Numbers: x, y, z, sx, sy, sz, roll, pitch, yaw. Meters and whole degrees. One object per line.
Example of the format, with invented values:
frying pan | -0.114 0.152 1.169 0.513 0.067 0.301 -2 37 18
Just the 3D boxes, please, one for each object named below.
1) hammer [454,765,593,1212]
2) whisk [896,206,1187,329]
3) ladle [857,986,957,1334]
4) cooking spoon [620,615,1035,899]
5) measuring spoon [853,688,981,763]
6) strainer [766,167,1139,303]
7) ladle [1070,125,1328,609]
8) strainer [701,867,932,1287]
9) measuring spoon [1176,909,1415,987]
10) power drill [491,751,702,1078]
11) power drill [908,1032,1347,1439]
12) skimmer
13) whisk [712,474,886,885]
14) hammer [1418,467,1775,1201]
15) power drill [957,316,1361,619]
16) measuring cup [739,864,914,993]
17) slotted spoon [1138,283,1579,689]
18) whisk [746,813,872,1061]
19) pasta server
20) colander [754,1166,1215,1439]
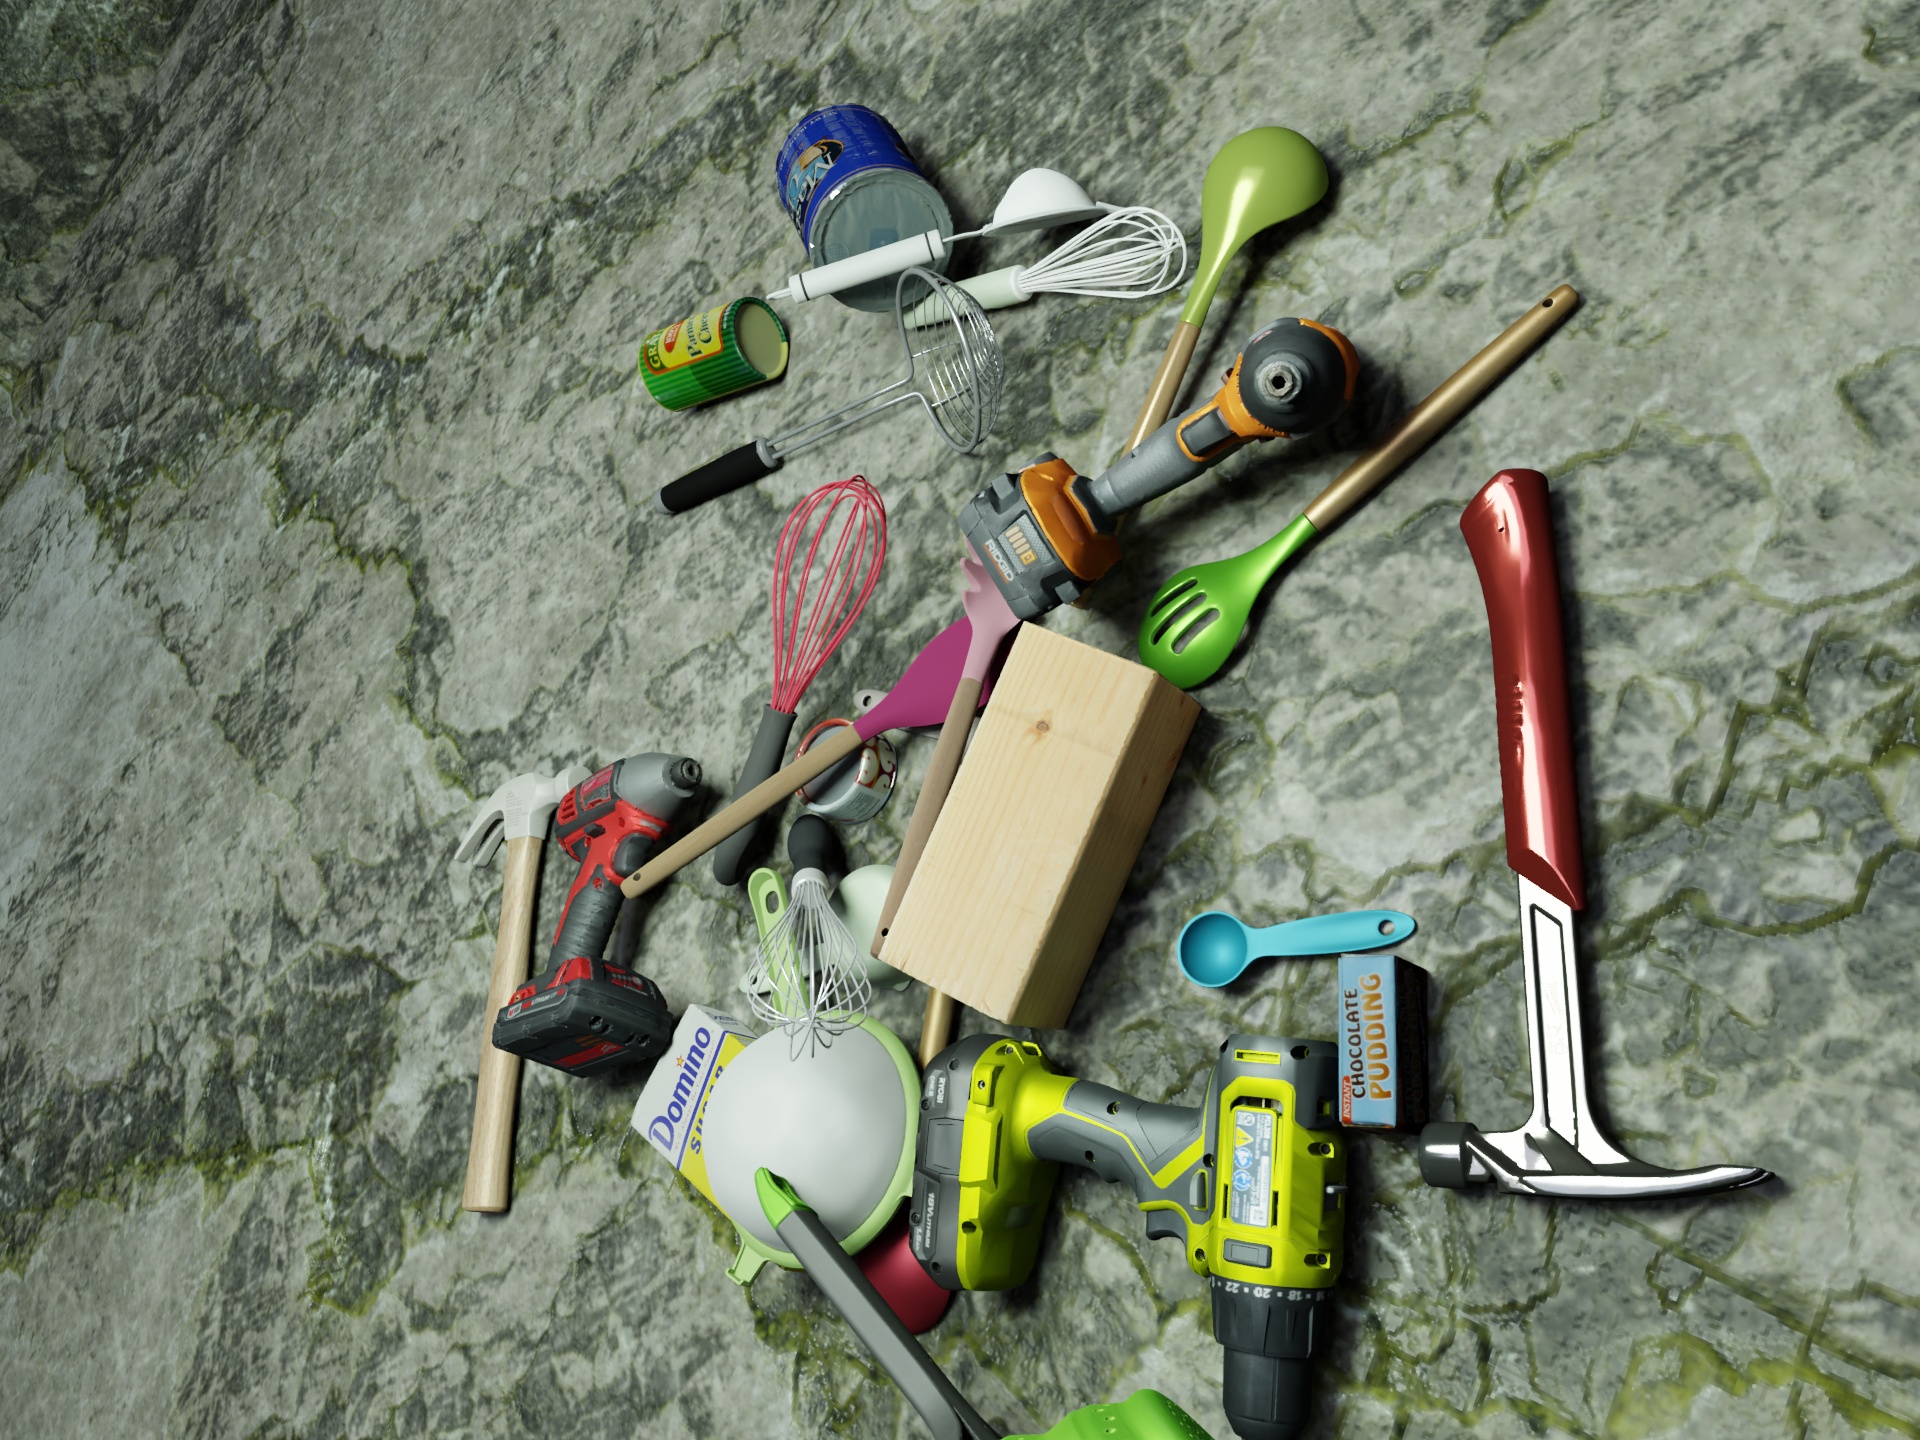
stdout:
hammer | -0.346 0.202 1.213 0.130 0.031 0.331 -13 66 34
whisk | 0.049 -0.300 1.087 0.246 0.059 0.058 -2 35 42
ladle | -0.015 0.202 0.956 0.069 0.031 0.315 -1 71 35
cooking spoon | -0.087 0.023 1.030 0.319 0.017 0.069 -35 54 2
measuring spoon | -0.033 -0.002 1.051 0.124 0.018 0.034 20 86 42
strainer | -0.010 -0.326 1.075 0.258 0.087 0.050 -16 100 6
ladle | 0.139 -0.217 0.991 0.078 0.062 0.320 27 98 39
strainer | -0.111 0.193 0.951 0.151 0.069 0.257 -30 54 20
measuring spoon | 0.179 0.118 0.844 0.128 0.021 0.042 -11 66 25
power drill | -0.242 0.125 1.109 0.143 0.078 0.220 -25 47 39
power drill | 0.088 0.254 0.821 0.228 0.080 0.191 -3 77 36
skimmer | -0.114 -0.211 1.148 0.363 0.090 0.127 -17 96 35
whisk | -0.116 -0.026 1.077 0.073 0.073 0.296 26 100 41
hammer | 0.290 0.044 0.767 0.149 0.036 0.359 -11 67 35
power drill | 0.114 -0.146 0.886 0.226 0.164 0.084 -31 92 20
measuring cup | -0.089 0.145 1.025 0.167 0.038 0.083 -24 60 27
slotted spoon | 0.217 -0.131 0.899 0.313 0.031 0.070 -42 52 17
whisk | -0.089 0.113 0.949 0.070 0.070 0.285 -51 15 11
pasta server | -0.002 -0.003 0.970 0.060 0.040 0.316 13 64 12
colander | 0.041 0.328 0.755 0.094 0.204 0.397 -45 54 -6
